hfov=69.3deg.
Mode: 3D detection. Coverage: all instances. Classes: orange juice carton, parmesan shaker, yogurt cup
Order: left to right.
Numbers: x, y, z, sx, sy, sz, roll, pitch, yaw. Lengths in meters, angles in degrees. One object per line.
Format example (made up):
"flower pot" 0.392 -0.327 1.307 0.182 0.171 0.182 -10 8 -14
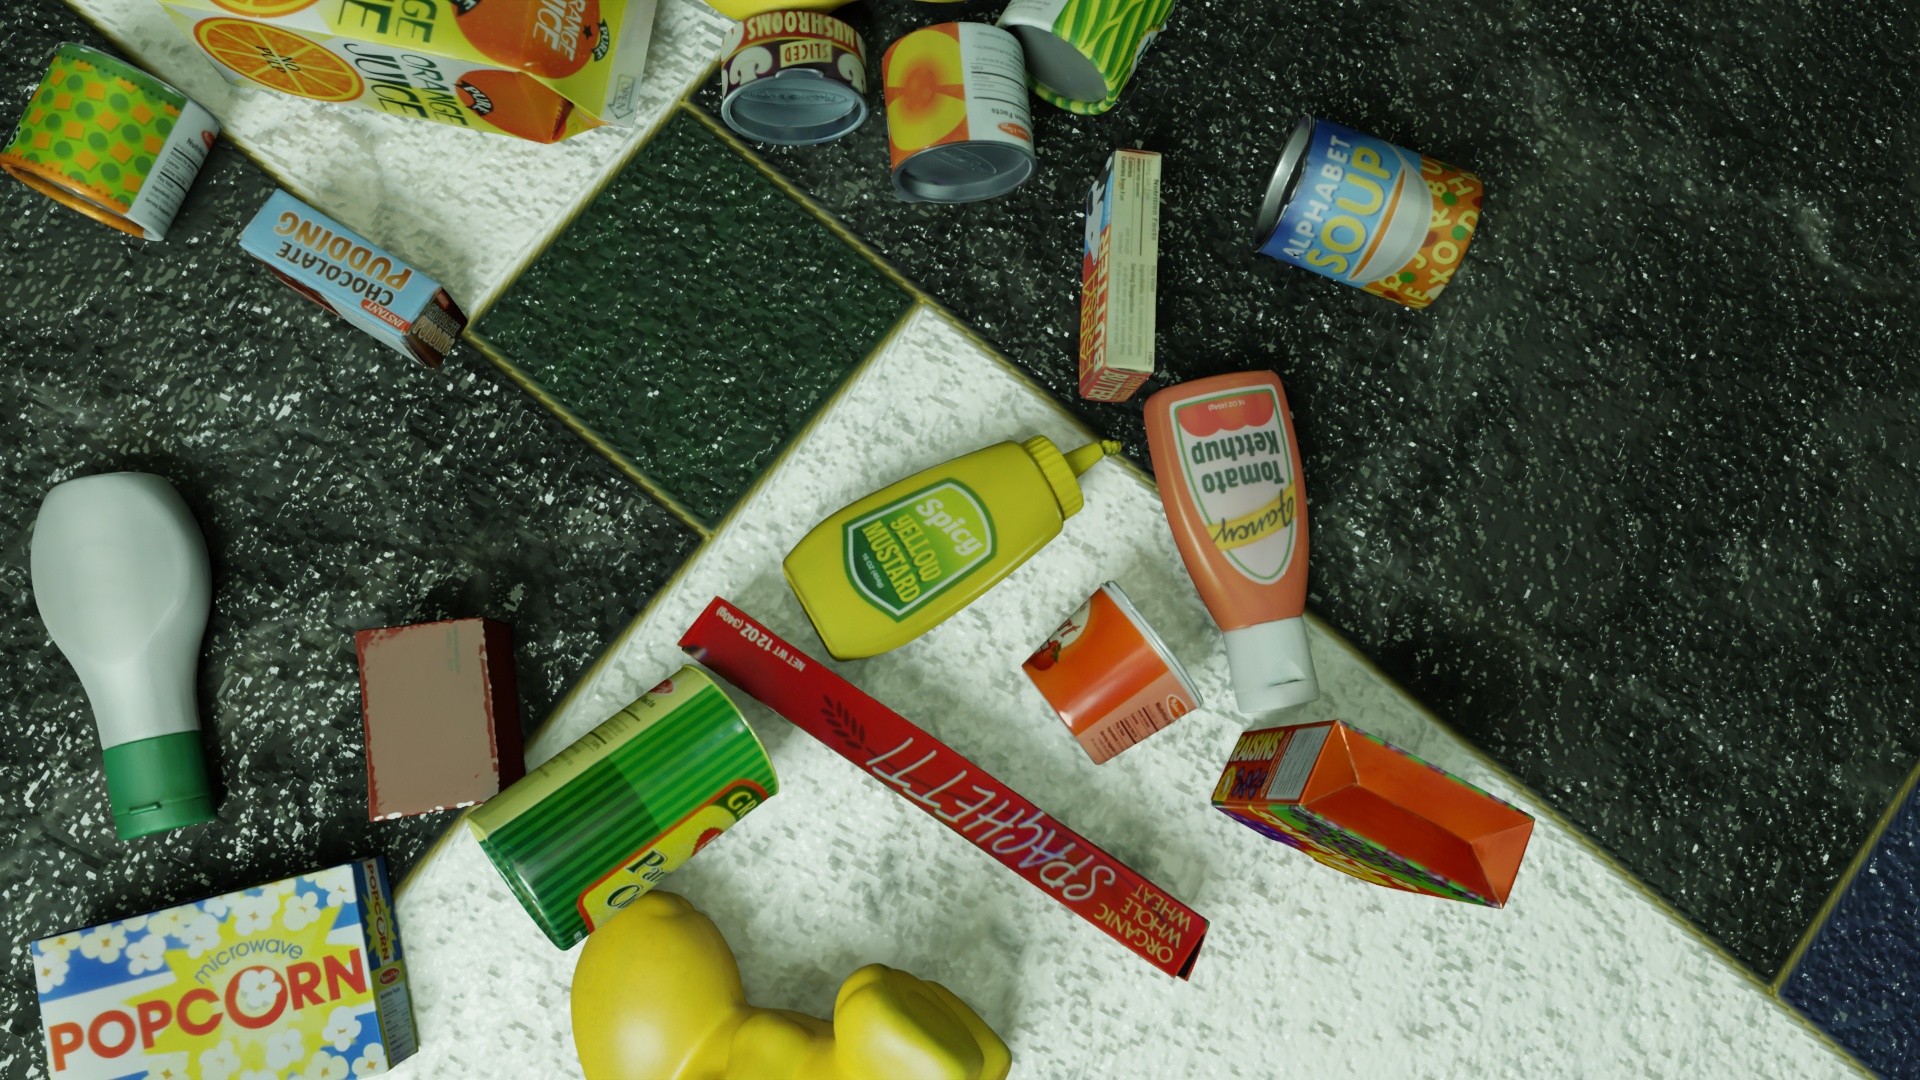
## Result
"orange juice carton" -0.234 -0.233 0.614 0.193 0.073 0.072 10 79 -4
"parmesan shaker" -0.134 0.106 0.556 0.103 0.071 0.071 -36 85 -26
"yogurt cup" 0.063 0.059 0.598 0.054 0.072 0.072 -38 86 -1

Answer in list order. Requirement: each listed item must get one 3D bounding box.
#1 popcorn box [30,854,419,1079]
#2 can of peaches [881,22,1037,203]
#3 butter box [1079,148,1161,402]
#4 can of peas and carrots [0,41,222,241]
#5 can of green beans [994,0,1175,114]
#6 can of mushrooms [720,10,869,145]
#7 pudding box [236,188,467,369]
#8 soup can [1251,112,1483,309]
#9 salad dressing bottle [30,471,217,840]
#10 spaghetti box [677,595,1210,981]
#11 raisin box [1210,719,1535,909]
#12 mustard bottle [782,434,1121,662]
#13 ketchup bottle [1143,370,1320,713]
"popcorn box" -0.294 0.185 0.559 0.127 0.038 0.085 -13 82 -7
"can of peaches" -0.003 -0.193 0.632 0.071 0.071 0.058 -5 82 -5
"butter box" 0.072 -0.119 0.632 0.024 0.053 0.103 4 81 -7
"can of peas and carrots" -0.366 -0.171 0.596 0.071 0.071 0.059 21 81 -1
"can of green beans" 0.057 -0.241 0.643 0.071 0.071 0.058 31 81 0
"can of mushrooms" -0.074 -0.208 0.625 0.071 0.071 0.033 -2 80 -5
"pudding box" -0.263 -0.112 0.604 0.084 0.049 0.030 30 79 1
"soup can" 0.186 -0.150 0.637 0.084 0.071 0.071 19 80 -2
"salad dressing bottle" -0.341 0.048 0.576 0.064 0.044 0.147 -13 83 -8
"spaghetti box" -0.007 0.104 0.591 0.250 0.050 0.029 33 81 1
"raisin box" 0.162 0.111 0.567 0.086 0.123 0.040 26 79 -1
"mustard bottle" 0.002 -0.008 0.610 0.160 0.048 0.065 -30 86 -9
"ketchup bottle" 0.127 0.001 0.622 0.065 0.043 0.149 -10 82 -6
